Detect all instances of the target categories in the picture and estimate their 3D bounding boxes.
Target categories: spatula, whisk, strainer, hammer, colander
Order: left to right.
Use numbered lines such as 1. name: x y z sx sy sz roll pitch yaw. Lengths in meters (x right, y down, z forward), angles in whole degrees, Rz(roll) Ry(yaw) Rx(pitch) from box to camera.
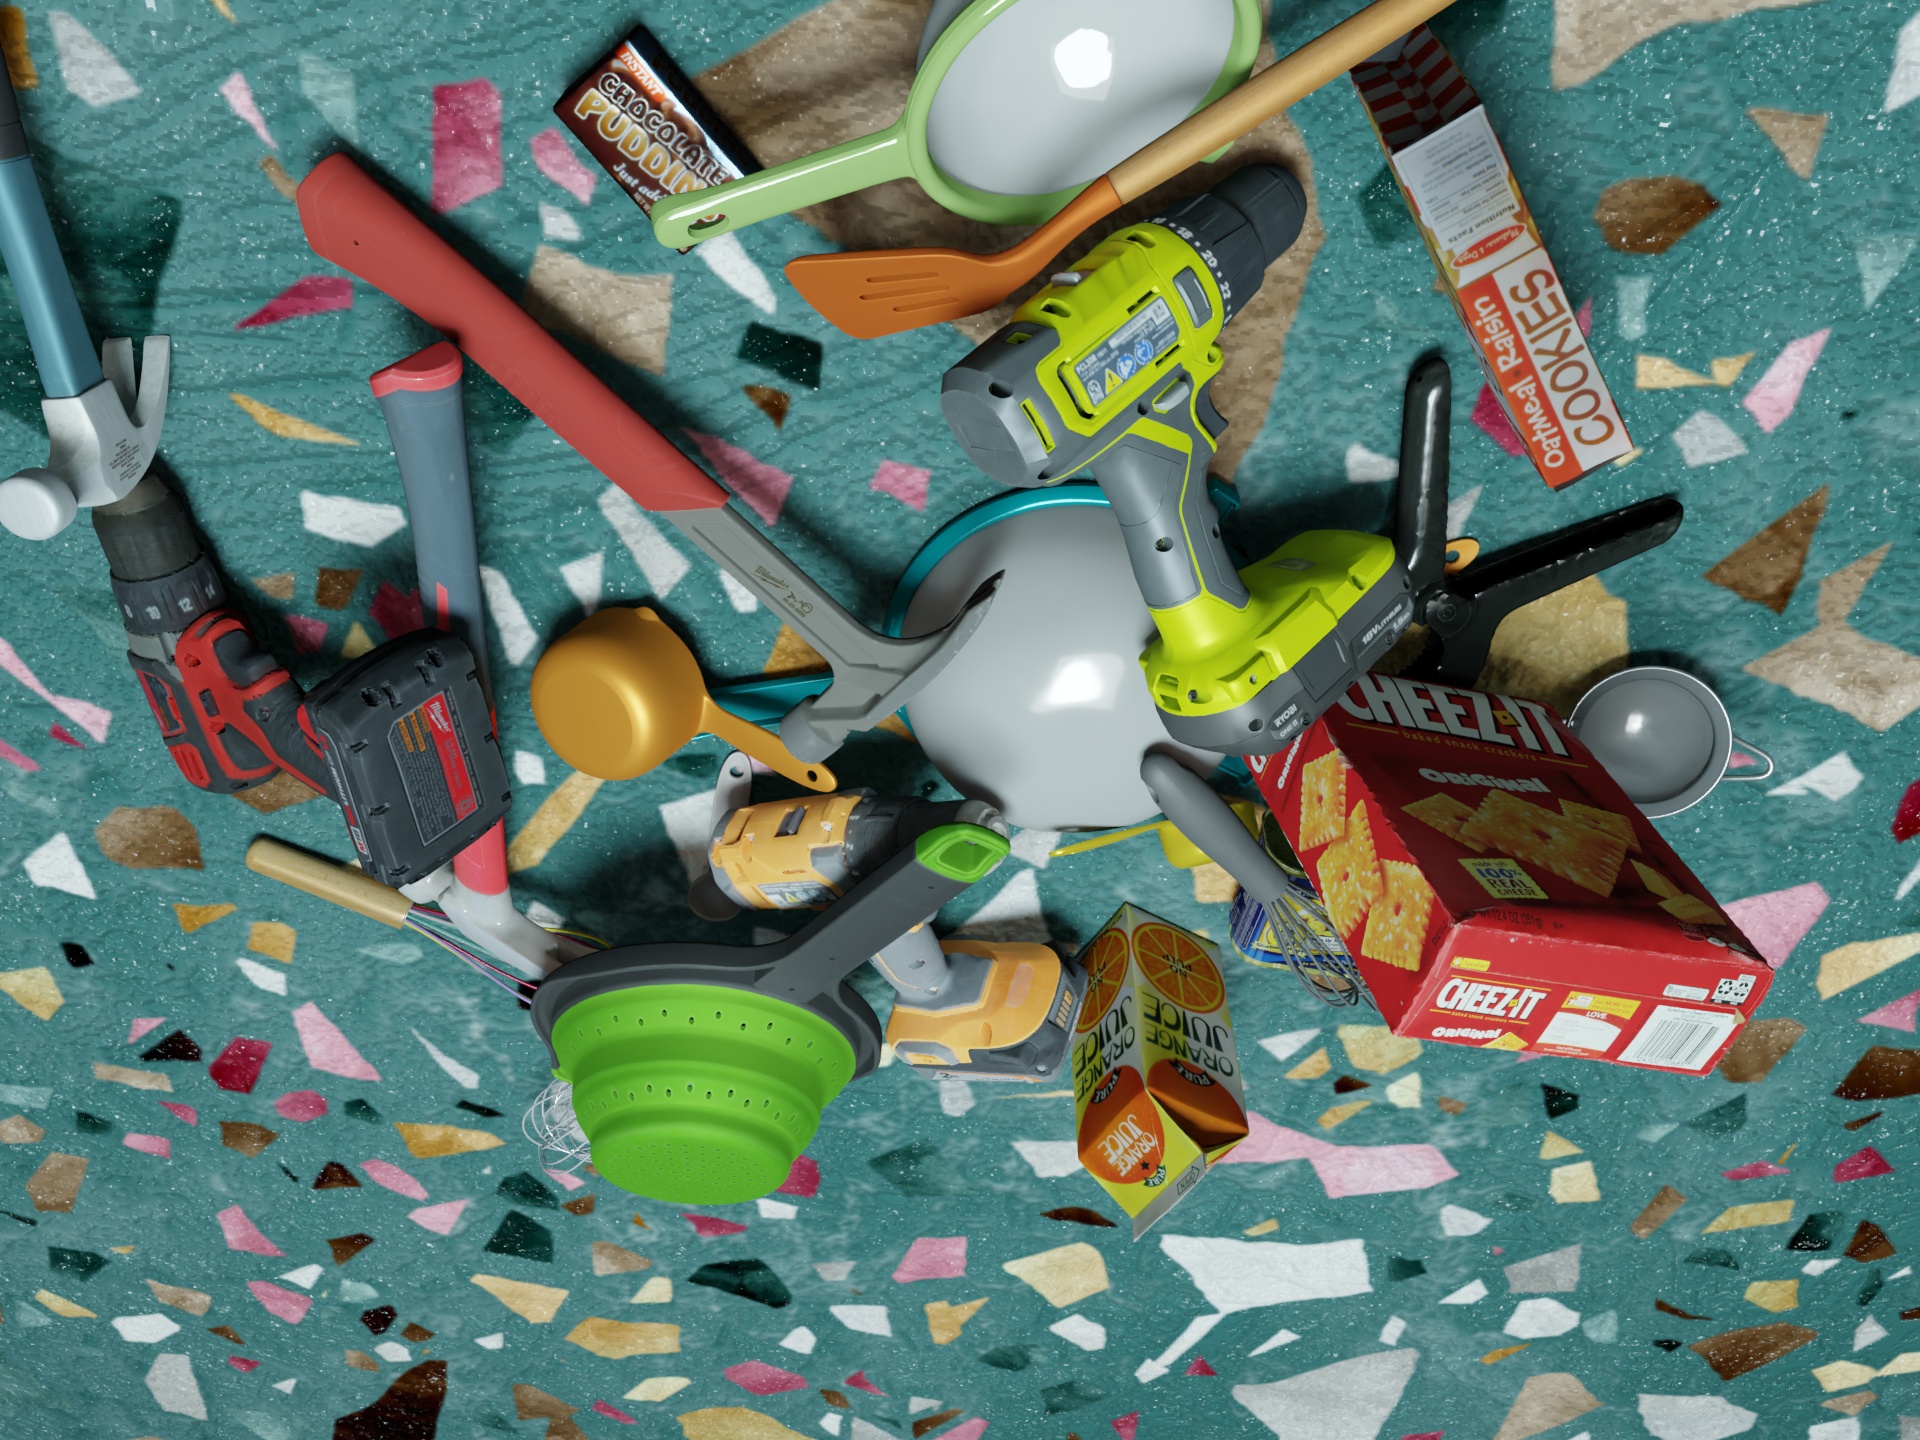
1. hammer: -0.413 -0.253 0.676 0.033 0.128 0.330 -3 117 3
2. whisk: -0.322 0.125 0.992 0.245 0.051 0.047 24 103 -10
3. hammer: -0.248 -0.012 0.826 0.143 0.038 0.386 26 134 18
4. hammer: -0.151 -0.133 0.749 0.359 0.037 0.149 42 123 -13
5. whisk: -0.177 0.216 1.038 0.284 0.070 0.070 -34 118 19
6. colander: -0.102 0.175 0.850 0.204 0.095 0.397 24 138 -26
7. strainer: -0.009 -0.260 0.648 0.256 0.069 0.151 -18 161 2
8. strainer: -0.001 -0.003 0.844 0.340 0.095 0.210 -8 126 7
9. spatula: 0.080 -0.239 0.652 0.322 0.041 0.081 -28 162 13
10. whisk: 0.165 0.089 0.850 0.055 0.055 0.238 -31 126 22
11. strainer: 0.304 0.000 0.869 0.258 0.050 0.087 8 107 4

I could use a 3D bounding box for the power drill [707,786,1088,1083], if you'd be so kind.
1. power drill: -0.011 0.119 0.906 0.185 0.084 0.226 -9 135 37

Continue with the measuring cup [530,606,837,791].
1. measuring cup: -0.151 0.007 0.844 0.174 0.052 0.095 26 124 14

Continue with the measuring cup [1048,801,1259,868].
1. measuring cup: 0.107 0.072 0.878 0.156 0.029 0.062 -8 169 -42

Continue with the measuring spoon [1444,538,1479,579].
1. measuring spoon: 0.219 -0.066 0.843 0.117 0.011 0.021 -29 118 18

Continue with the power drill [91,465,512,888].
1. power drill: -0.347 -0.026 0.809 0.227 0.080 0.187 18 131 30

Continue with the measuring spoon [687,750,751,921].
1. measuring spoon: -0.140 0.068 0.956 0.034 0.018 0.124 11 119 -6

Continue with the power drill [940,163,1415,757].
1. power drill: 0.116 -0.117 0.719 0.190 0.080 0.228 -41 118 -17
